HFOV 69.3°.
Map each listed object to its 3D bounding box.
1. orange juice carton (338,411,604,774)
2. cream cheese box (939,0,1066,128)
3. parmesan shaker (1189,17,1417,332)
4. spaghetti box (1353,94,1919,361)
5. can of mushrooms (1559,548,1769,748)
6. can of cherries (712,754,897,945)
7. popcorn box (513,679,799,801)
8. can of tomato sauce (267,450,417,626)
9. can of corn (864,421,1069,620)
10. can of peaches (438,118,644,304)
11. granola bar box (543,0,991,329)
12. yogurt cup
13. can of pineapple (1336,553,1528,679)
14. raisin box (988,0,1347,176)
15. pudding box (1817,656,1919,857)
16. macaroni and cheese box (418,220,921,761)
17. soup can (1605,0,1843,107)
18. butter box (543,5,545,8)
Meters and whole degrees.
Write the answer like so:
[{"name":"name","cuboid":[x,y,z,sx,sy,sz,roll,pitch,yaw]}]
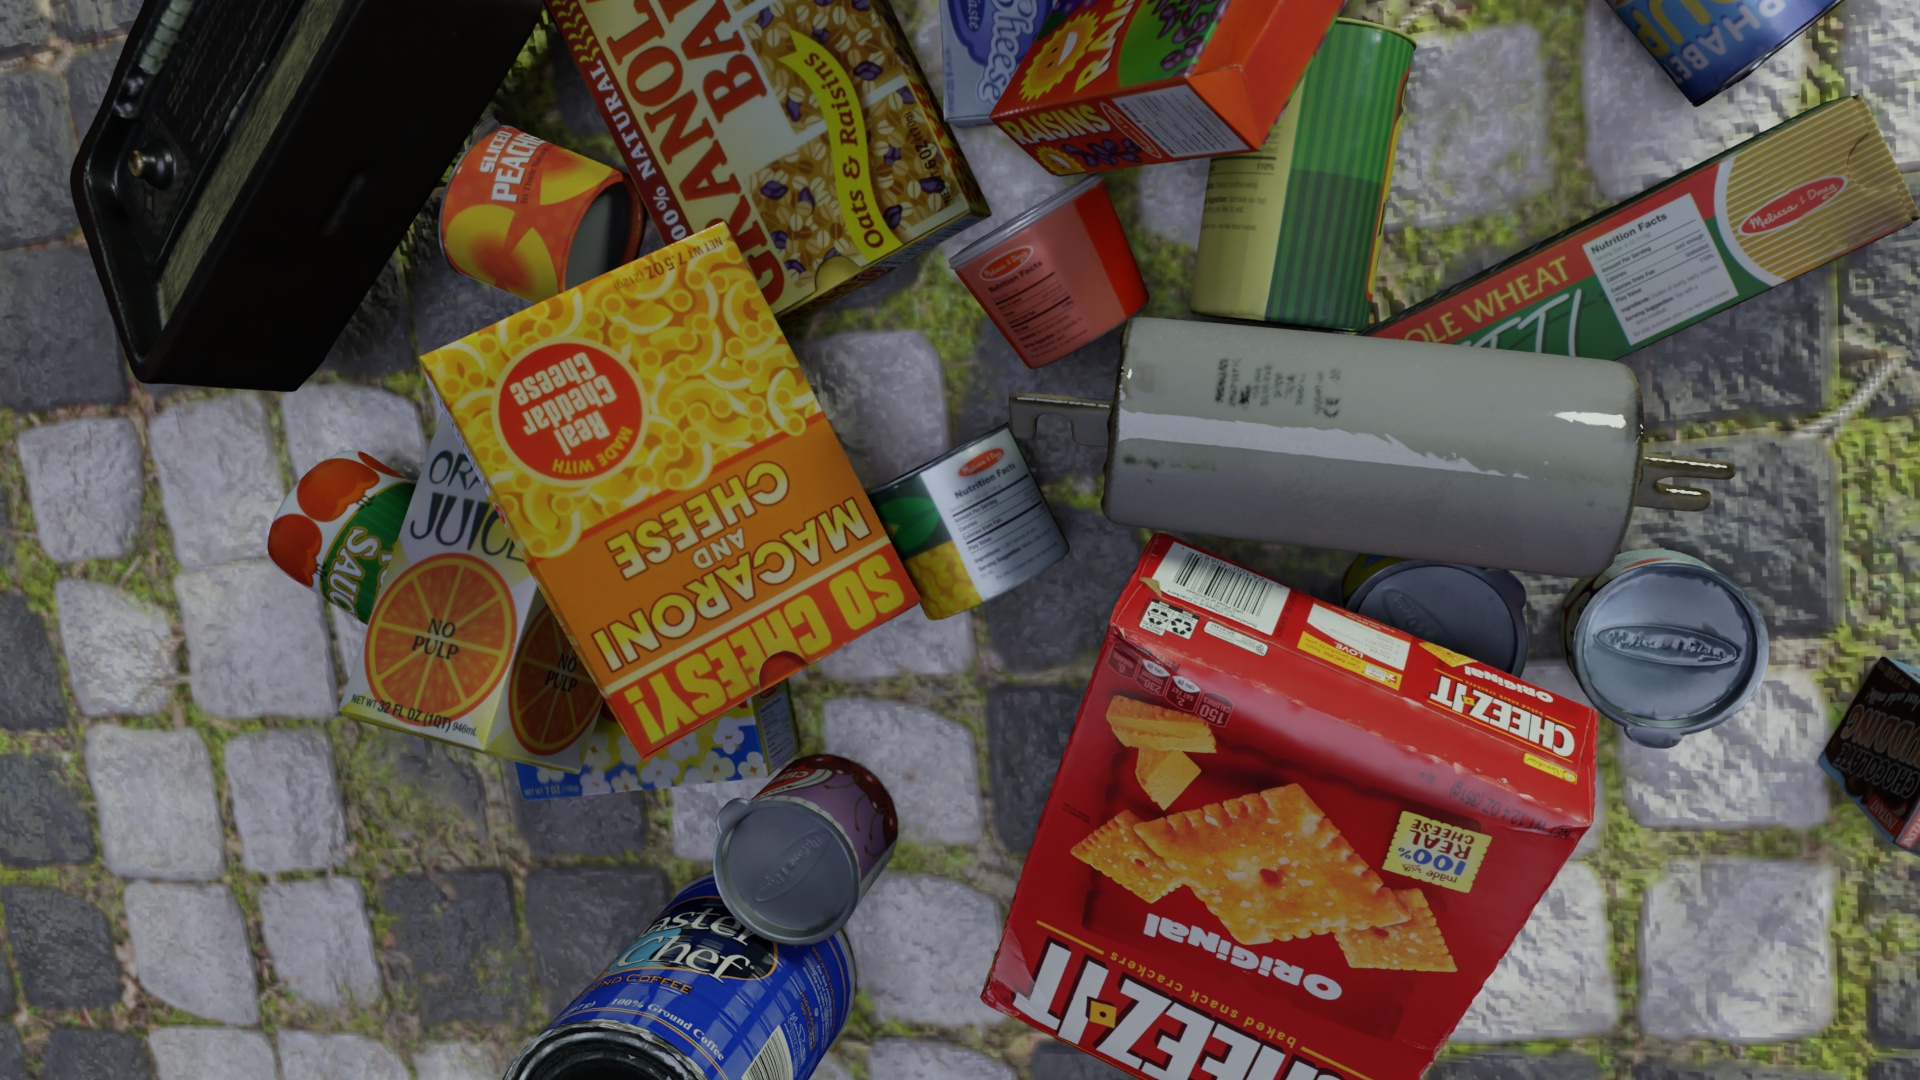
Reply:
[{"name":"orange juice carton","cuboid":[-0.178,-0.007,0.582,0.072,0.073,0.193,10,77,19]},{"name":"cream cheese box","cuboid":[0.018,-0.216,0.540,0.053,0.024,0.103,-1,100,13]},{"name":"parmesan shaker","cuboid":[0.122,-0.131,0.507,0.071,0.071,0.103,9,99,13]},{"name":"spaghetti box","cuboid":[0.209,-0.080,0.515,0.249,0.029,0.050,-26,94,17]},{"name":"can of mushrooms","cuboid":[0.262,0.040,0.523,0.071,0.033,0.071,3,101,13]},{"name":"can of cherries","cuboid":[-0.068,0.132,0.611,0.071,0.058,0.071,3,102,15]},{"name":"popcorn box","cuboid":[-0.145,0.067,0.628,0.126,0.038,0.085,-8,97,16]},{"name":"can of tomato sauce","cuboid":[-0.258,0.007,0.629,0.083,0.071,0.071,30,107,7]},{"name":"can of corn","cuboid":[0.002,-0.007,0.564,0.071,0.071,0.058,-26,94,18]},{"name":"can of peaches","cuboid":[-0.174,-0.134,0.581,0.058,0.071,0.071,23,106,8]},{"name":"granola bar box","cuboid":[-0.080,-0.179,0.565,0.124,0.039,0.165,-25,93,18]},{"name":"yogurt cup","cuboid":[0.037,-0.103,0.538,0.072,0.072,0.054,-27,101,18]},{"name":"can of pineapple","cuboid":[0.179,0.032,0.529,0.071,0.058,0.071,3,102,14]},{"name":"raisin box","cuboid":[0.072,-0.173,0.473,0.040,0.123,0.086,32,83,-29]},{"name":"pudding box","cuboid":[0.337,0.077,0.485,0.030,0.084,0.049,24,106,11]},{"name":"macaroni and cheese box","cuboid":[-0.108,-0.019,0.531,0.124,0.040,0.166,-29,96,-17]},{"name":"soup can","cuboid":[0.246,-0.197,0.461,0.071,0.071,0.084,-40,89,18]},{"name":"butter box","cuboid":[-0.198,-0.247,0.589,0.103,0.024,0.053,-40,90,18]}]
